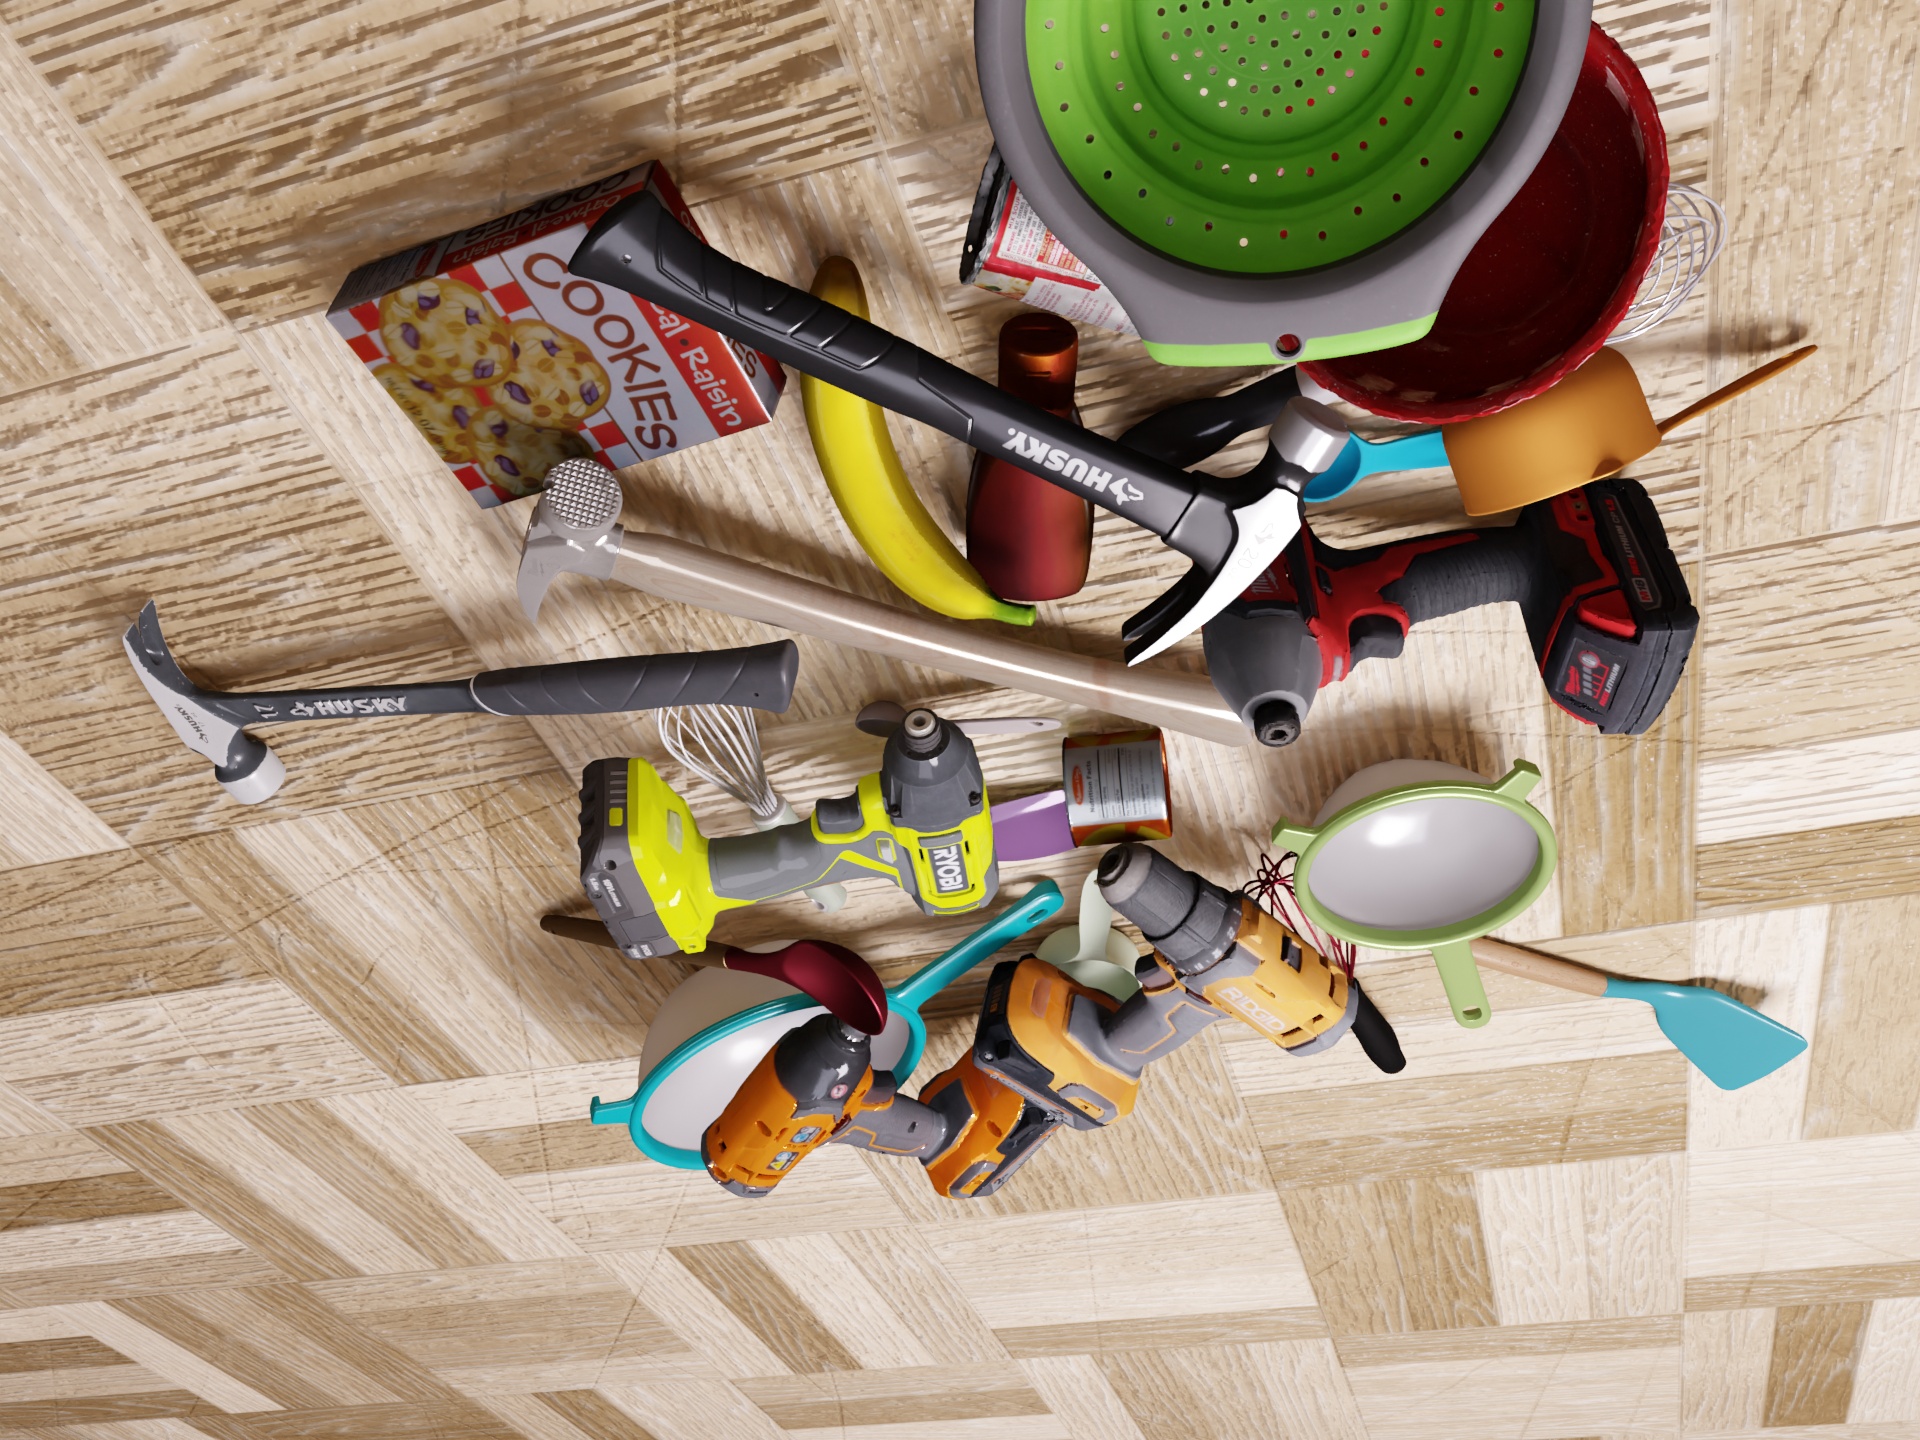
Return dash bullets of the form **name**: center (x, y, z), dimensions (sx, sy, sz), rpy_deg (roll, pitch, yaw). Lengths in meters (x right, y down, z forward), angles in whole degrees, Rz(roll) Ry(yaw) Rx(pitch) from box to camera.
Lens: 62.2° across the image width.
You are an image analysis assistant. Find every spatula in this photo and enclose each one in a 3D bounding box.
- **spatula**: center (-0.054, 0.089, 0.998), dimensions (0.316, 0.018, 0.059), rpy_deg (-12, 134, 0)
- **spatula**: center (0.418, 0.184, 1.086), dimensions (0.317, 0.044, 0.082), rpy_deg (16, 140, -12)

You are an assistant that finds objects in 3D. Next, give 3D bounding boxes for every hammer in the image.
- **hammer**: center (-0.008, -0.136, 0.697), dimensions (0.334, 0.035, 0.146), rpy_deg (22, 124, -15)
- **hammer**: center (-0.279, -0.018, 0.888), dimensions (0.409, 0.036, 0.149), rpy_deg (-3, 137, 18)
- **hammer**: center (-0.030, -0.043, 0.860), dimensions (0.410, 0.038, 0.146), rpy_deg (14, 159, -18)

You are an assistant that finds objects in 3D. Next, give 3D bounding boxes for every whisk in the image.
- **whisk**: center (0.192, -0.164, 0.713), dimensions (0.284, 0.070, 0.070), rpy_deg (-18, 134, 30)
- **whisk**: center (0.254, 0.175, 1.079), dimensions (0.073, 0.073, 0.295), rpy_deg (-17, 139, 22)
- **whisk**: center (-0.122, 0.049, 0.981), dimensions (0.058, 0.059, 0.246), rpy_deg (24, 155, 35)

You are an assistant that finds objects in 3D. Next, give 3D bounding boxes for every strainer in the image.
- **strainer**: center (-0.086, 0.183, 1.101), dimensions (0.340, 0.095, 0.210), rpy_deg (-35, 143, 9)
- **strainer**: center (0.292, 0.101, 0.984), dimensions (0.151, 0.069, 0.256), rpy_deg (-16, 134, 17)

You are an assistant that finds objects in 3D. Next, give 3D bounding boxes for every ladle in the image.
- **ladle**: center (-0.166, 0.151, 1.023), dimensions (0.315, 0.031, 0.069), rpy_deg (4, 126, 37)

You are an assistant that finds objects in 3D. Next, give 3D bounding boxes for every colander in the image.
- **colander**: center (0.100, -0.325, 0.531), dimensions (0.204, 0.095, 0.396), rpy_deg (-3, 120, 12)

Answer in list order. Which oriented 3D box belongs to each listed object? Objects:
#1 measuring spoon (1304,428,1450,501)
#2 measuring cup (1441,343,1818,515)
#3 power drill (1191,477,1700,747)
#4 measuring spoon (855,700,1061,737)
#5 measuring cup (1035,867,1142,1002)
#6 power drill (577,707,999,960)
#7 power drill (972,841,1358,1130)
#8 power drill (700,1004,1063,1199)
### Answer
- **measuring spoon**: center (0.216, -0.135, 0.775), dimensions (0.128, 0.021, 0.042), rpy_deg (-8, 130, -1)
- **measuring cup**: center (0.300, -0.151, 0.717), dimensions (0.173, 0.095, 0.052), rpy_deg (-26, 98, -1)
- **power drill**: center (0.226, -0.050, 0.772), dimensions (0.219, 0.143, 0.078), rpy_deg (-1, 140, 2)
- **measuring spoon**: center (-0.001, -0.003, 0.918), dimensions (0.124, 0.018, 0.034), rpy_deg (-1, 160, 19)
- **measuring cup**: center (0.088, 0.141, 1.069), dimensions (0.083, 0.038, 0.167), rpy_deg (2, 136, 2)
- **power drill**: center (-0.095, 0.061, 0.902), dimensions (0.223, 0.080, 0.171), rpy_deg (-9, 145, 1)
- **power drill**: center (0.103, 0.165, 0.990), dimensions (0.185, 0.084, 0.226), rpy_deg (37, 134, -22)
- **power drill**: center (-0.041, 0.253, 1.069), dimensions (0.226, 0.084, 0.164), rpy_deg (14, 126, -37)
